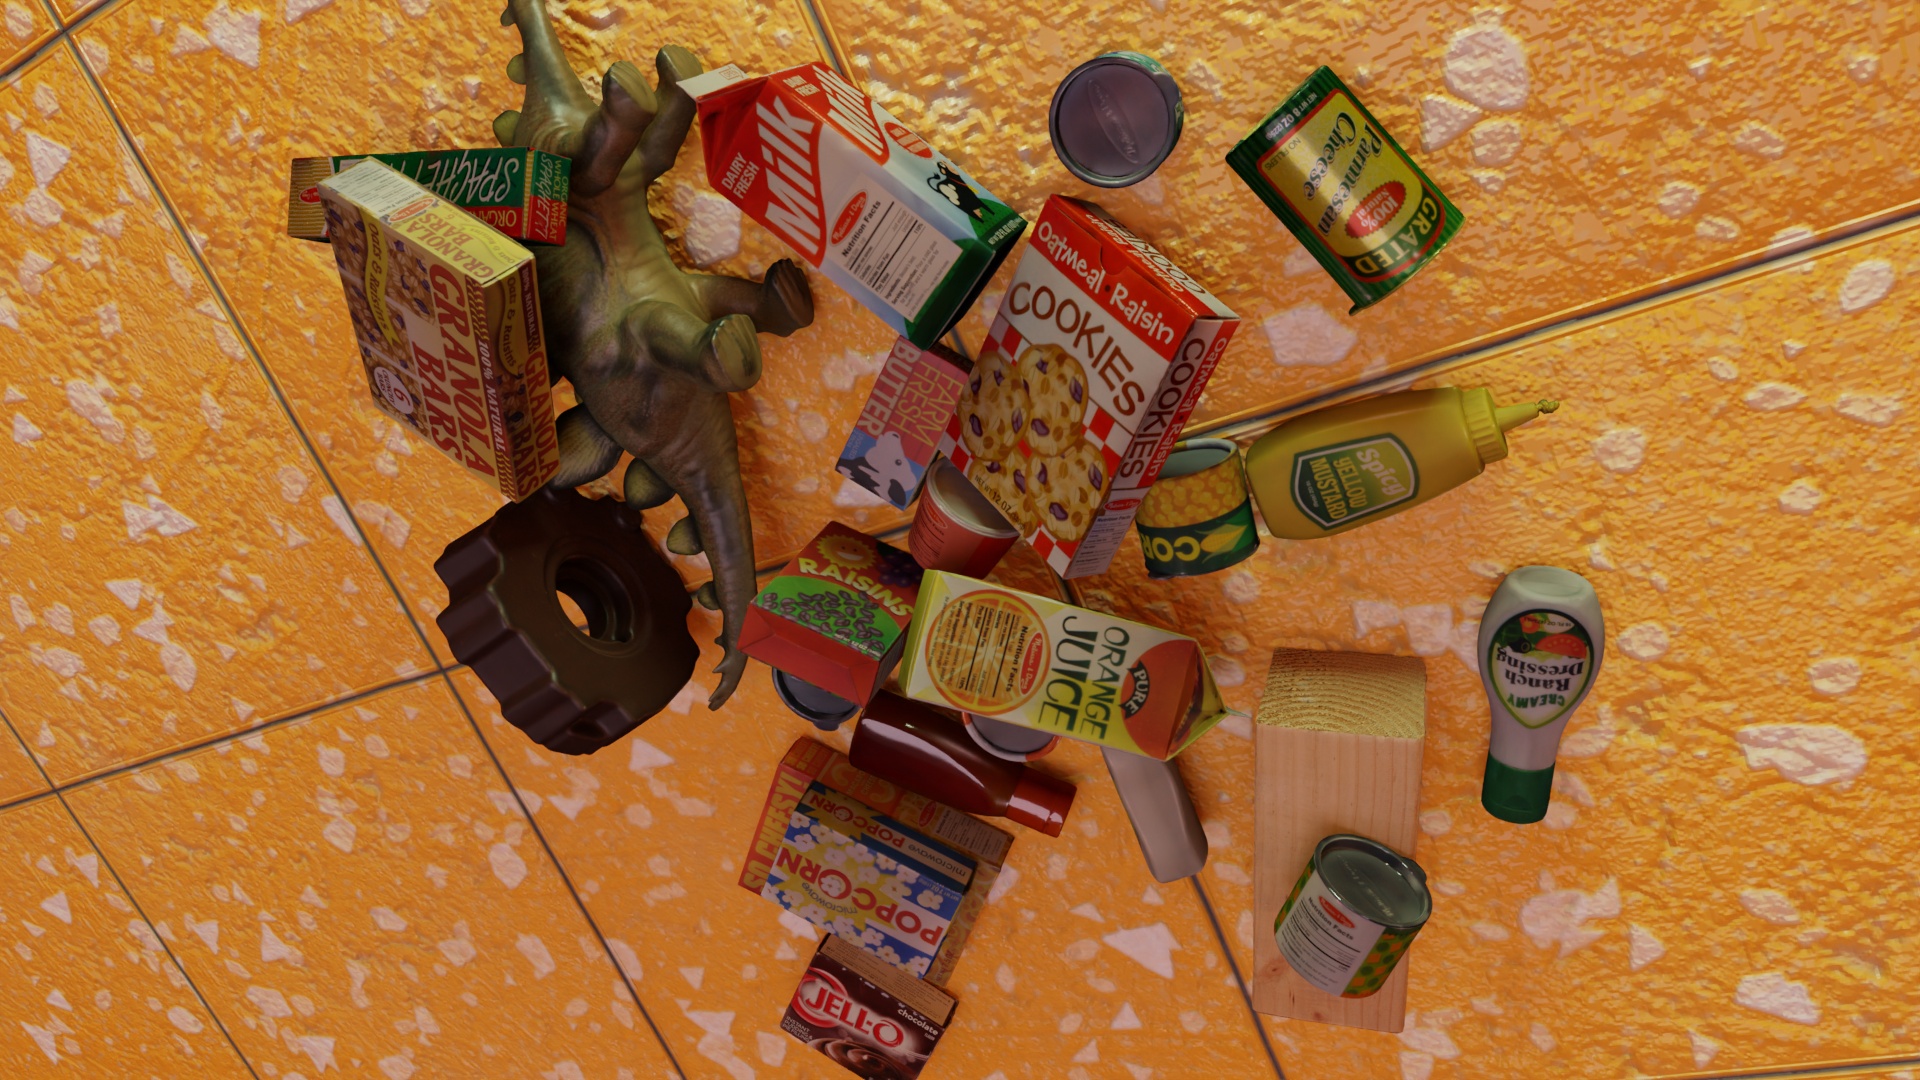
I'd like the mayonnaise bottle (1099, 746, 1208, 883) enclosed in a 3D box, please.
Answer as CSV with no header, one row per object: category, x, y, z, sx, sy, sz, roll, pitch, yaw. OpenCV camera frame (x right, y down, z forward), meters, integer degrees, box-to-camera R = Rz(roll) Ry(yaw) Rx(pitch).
mayonnaise bottle,0.110,0.135,0.863,0.041,0.065,0.147,-22,102,10

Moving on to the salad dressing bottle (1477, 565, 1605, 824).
salad dressing bottle,0.319,0.089,0.777,0.064,0.044,0.147,6,116,18

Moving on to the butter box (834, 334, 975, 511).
butter box,-0.032,-0.073,0.835,0.053,0.024,0.103,30,121,3

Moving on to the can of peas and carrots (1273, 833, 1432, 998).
can of peas and carrots,0.212,0.202,0.751,0.071,0.071,0.058,24,120,7

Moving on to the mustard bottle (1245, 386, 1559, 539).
mustard bottle,0.235,-0.049,0.739,0.160,0.049,0.065,-19,110,26

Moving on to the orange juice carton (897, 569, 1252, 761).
orange juice carton,0.066,0.074,0.790,0.193,0.072,0.073,15,87,-6

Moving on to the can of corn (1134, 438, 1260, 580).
can of corn,0.128,-0.018,0.778,0.071,0.071,0.058,-8,110,22

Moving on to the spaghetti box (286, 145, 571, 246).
spaghetti box,-0.312,-0.196,0.799,0.250,0.029,0.050,10,96,37

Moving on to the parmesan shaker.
parmesan shaker,0.187,-0.172,0.686,0.103,0.071,0.071,46,120,-5

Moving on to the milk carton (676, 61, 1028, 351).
milk carton,-0.065,-0.197,0.761,0.190,0.073,0.073,37,120,-2

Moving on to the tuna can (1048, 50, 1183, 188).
tuna can,0.084,-0.220,0.720,0.071,0.033,0.070,8,116,16

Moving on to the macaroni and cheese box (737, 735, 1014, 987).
macaroni and cheese box,-0.062,0.226,0.977,0.166,0.040,0.123,25,119,6

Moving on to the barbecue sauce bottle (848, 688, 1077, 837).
barbecue sauce bottle,0.002,0.151,0.917,0.148,0.044,0.064,22,135,7

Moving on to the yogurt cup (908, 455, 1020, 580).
yogurt cup,0.003,-0.010,0.830,0.072,0.073,0.053,31,128,3

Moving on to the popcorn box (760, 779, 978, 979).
popcorn box,-0.062,0.227,0.930,0.127,0.038,0.084,26,120,5

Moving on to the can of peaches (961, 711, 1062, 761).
can of peaches,0.040,0.094,0.869,0.071,0.058,0.071,8,117,16

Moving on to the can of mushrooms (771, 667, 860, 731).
can of mushrooms,-0.089,0.089,0.926,0.071,0.033,0.070,7,116,15

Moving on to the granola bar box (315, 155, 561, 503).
granola bar box,-0.287,-0.115,0.779,0.124,0.039,0.164,32,142,17

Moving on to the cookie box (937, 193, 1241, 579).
cookie box,0.063,-0.083,0.753,0.123,0.040,0.166,48,127,34

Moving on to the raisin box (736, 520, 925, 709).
raisin box,-0.068,0.042,0.844,0.086,0.124,0.040,23,119,8
